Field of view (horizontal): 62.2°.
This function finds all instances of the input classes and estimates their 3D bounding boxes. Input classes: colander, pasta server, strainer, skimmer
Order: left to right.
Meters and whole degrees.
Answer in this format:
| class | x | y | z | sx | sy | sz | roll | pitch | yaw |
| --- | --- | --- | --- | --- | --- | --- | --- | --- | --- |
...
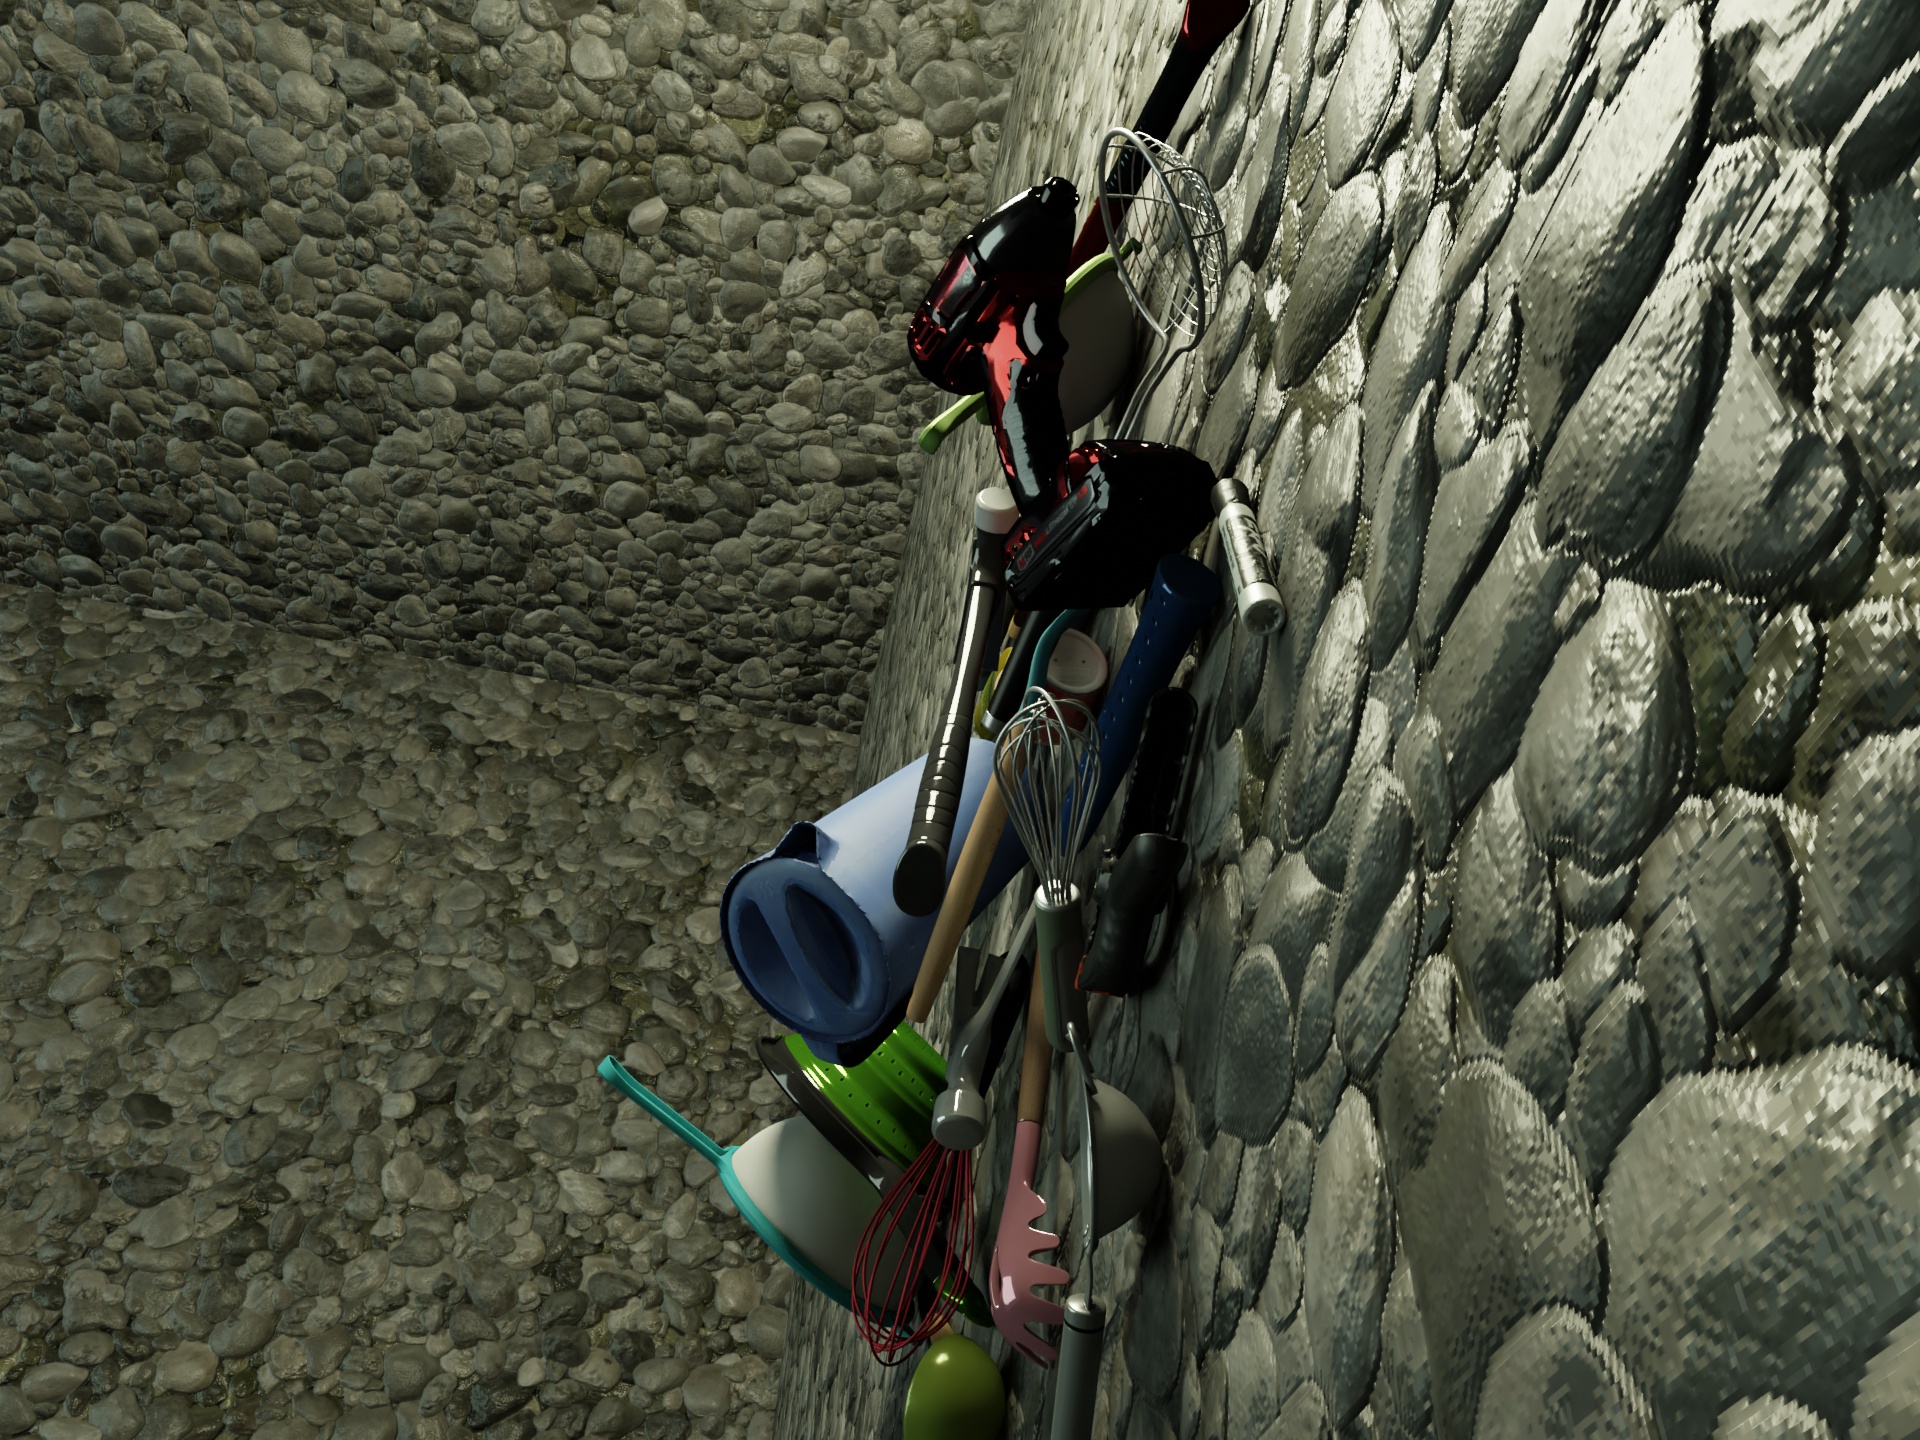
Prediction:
| class | x | y | z | sx | sy | sz | roll | pitch | yaw |
| --- | --- | --- | --- | --- | --- | --- | --- | --- | --- |
| strainer | -0.142 | 0.359 | 1.322 | 0.095 | 0.340 | 0.211 | -49 | 13 | -2 |
| colander | -0.032 | 0.312 | 1.197 | 0.094 | 0.204 | 0.397 | -46 | 23 | -5 |
| strainer | 0.058 | -0.227 | 1.103 | 0.256 | 0.069 | 0.151 | -47 | -4 | -46 |
| pasta server | 0.051 | 0.218 | 0.945 | 0.060 | 0.040 | 0.316 | 108 | 174 | -50 |
| skimmer | 0.063 | -0.157 | 0.945 | 0.363 | 0.090 | 0.127 | -67 | 28 | 20 |
| strainer | 0.060 | 0.264 | 0.729 | 0.087 | 0.050 | 0.258 | -82 | -2 | -80 |

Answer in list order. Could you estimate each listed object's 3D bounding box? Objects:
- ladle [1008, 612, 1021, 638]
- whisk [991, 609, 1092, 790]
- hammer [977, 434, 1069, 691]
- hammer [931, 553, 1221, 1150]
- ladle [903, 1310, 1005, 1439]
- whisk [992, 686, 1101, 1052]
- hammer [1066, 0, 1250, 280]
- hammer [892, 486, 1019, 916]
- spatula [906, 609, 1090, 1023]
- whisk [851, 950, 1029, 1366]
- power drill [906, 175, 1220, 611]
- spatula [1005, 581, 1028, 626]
| class | x | y | z | sx | sy | sz | roll | pitch | yaw |
| --- | --- | --- | --- | --- | --- | --- | --- | --- | --- |
| ladle | 0.067 | -0.117 | 1.308 | 0.069 | 0.031 | 0.315 | -61 | -1 | -15 |
| whisk | 0.060 | -0.019 | 1.163 | 0.055 | 0.055 | 0.238 | -91 | 18 | -61 |
| hammer | 0.048 | -0.132 | 1.474 | 0.330 | 0.033 | 0.128 | 110 | 170 | -56 |
| hammer | 0.058 | 0.074 | 0.921 | 0.144 | 0.035 | 0.405 | -82 | 10 | -52 |
| ladle | -0.016 | 0.428 | 1.064 | 0.320 | 0.062 | 0.078 | 119 | 159 | -78 |
| whisk | 0.052 | 0.087 | 0.843 | 0.059 | 0.058 | 0.246 | -130 | 27 | -50 |
| hammer | 0.120 | -0.386 | 1.146 | 0.143 | 0.038 | 0.386 | -55 | 0 | -27 |
| hammer | -0.002 | -0.003 | 1.058 | 0.335 | 0.035 | 0.146 | -78 | -4 | -47 |
| spatula | 0.040 | 0.031 | 0.934 | 0.082 | 0.044 | 0.317 | 70 | -139 | -86 |
| whisk | -0.005 | 0.274 | 1.037 | 0.073 | 0.073 | 0.296 | 109 | -177 | -53 |
| power drill | 0.050 | -0.180 | 0.870 | 0.143 | 0.078 | 0.220 | -47 | 57 | 47 |
| spatula | 0.050 | -0.102 | 1.158 | 0.322 | 0.041 | 0.081 | 116 | 172 | -83 |
